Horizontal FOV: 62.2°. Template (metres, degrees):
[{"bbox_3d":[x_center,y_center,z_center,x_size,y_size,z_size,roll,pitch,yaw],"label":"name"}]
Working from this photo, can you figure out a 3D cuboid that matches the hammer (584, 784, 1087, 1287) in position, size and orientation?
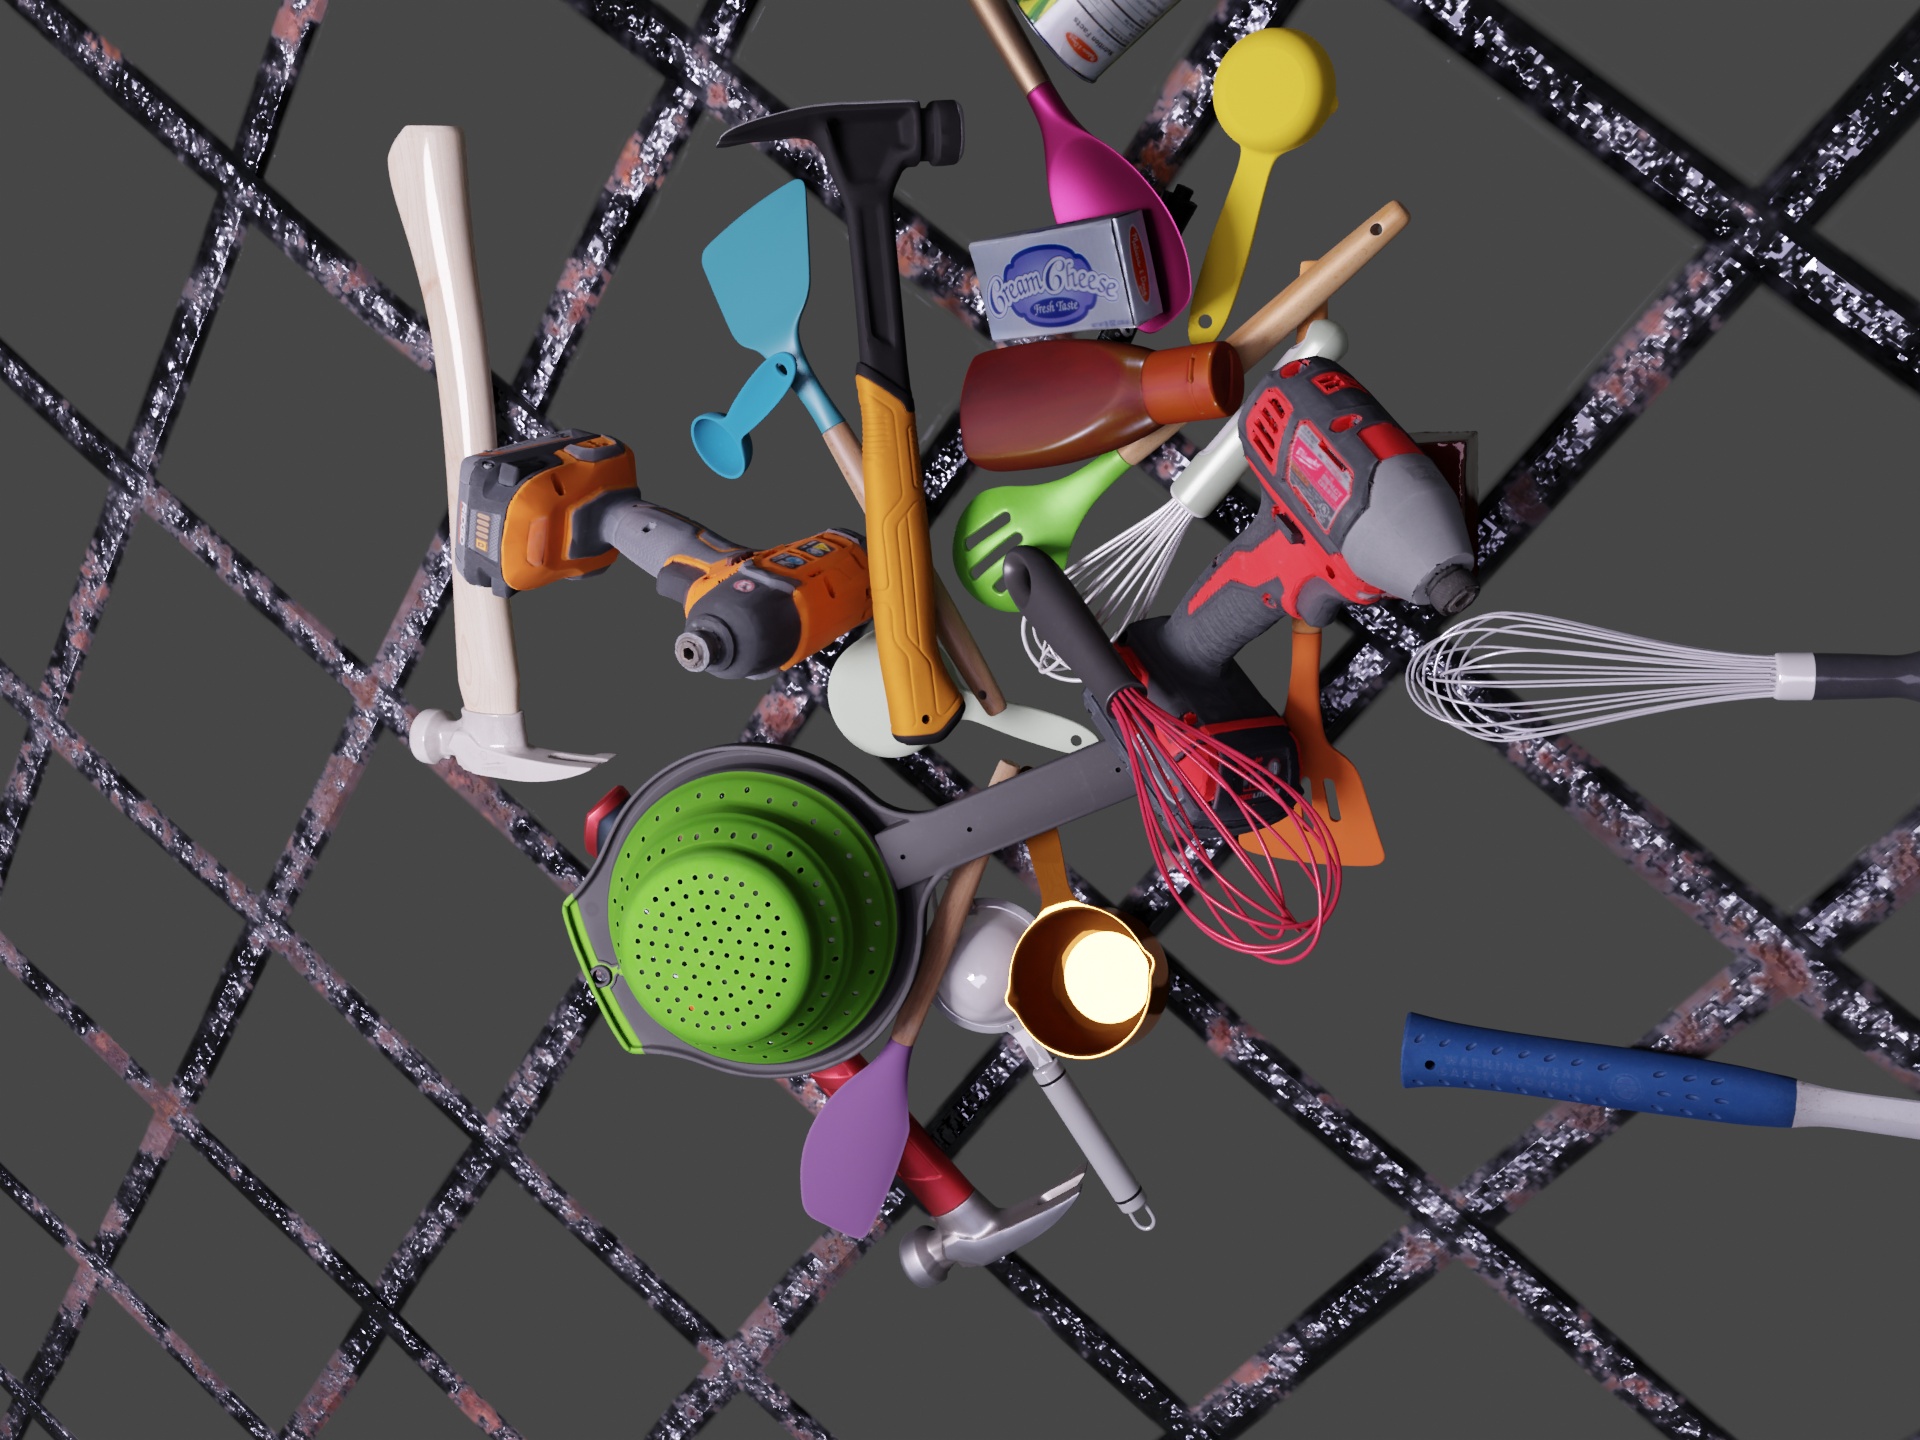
[{"bbox_3d":[-0.087,0.187,0.995,0.143,0.038,0.386,-35,99,24],"label":"hammer"}]

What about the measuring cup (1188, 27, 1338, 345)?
[{"bbox_3d":[0.137,-0.258,0.781,0.062,0.029,0.156,22,113,16],"label":"measuring cup"}]

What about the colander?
[{"bbox_3d":[-0.053,0.088,0.887,0.397,0.094,0.204,-23,93,11],"label":"colander"}]

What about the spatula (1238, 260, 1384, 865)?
[{"bbox_3d":[0.183,-0.072,0.831,0.081,0.041,0.322,4,105,24],"label":"spatula"}]

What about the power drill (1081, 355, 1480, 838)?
[{"bbox_3d":[0.156,-0.048,0.769,0.143,0.078,0.219,58,139,32],"label":"power drill"}]

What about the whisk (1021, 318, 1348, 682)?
[{"bbox_3d":[0.113,-0.109,0.823,0.059,0.058,0.246,39,120,-1],"label":"whisk"}]

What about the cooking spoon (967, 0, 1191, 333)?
[{"bbox_3d":[0.027,-0.338,0.796,0.319,0.017,0.069,60,145,1],"label":"cooking spoon"}]

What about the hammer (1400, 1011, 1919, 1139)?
[{"bbox_3d":[0.432,0.188,0.799,0.405,0.035,0.144,4,109,23],"label":"hammer"}]

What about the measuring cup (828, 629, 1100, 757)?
[{"bbox_3d":[-0.001,-0.003,0.925,0.168,0.038,0.083,16,113,20],"label":"measuring cup"}]

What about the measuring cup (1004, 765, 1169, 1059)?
[{"bbox_3d":[0.068,0.111,0.935,0.095,0.052,0.174,-20,73,22],"label":"measuring cup"}]

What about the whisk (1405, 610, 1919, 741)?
[{"bbox_3d":[0.358,-0.022,0.753,0.284,0.070,0.070,0,108,19],"label":"whisk"}]

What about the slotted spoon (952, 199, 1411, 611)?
[{"bbox_3d":[0.102,-0.156,0.823,0.313,0.031,0.070,-39,85,32],"label":"slotted spoon"}]

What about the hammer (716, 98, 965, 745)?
[{"bbox_3d":[-0.045,-0.151,0.845,0.127,0.034,0.336,-9,102,-14],"label":"hammer"}]

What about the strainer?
[{"bbox_3d":[0.051,0.209,0.976,0.087,0.050,0.258,-31,97,15],"label":"strainer"}]

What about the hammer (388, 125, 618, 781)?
[{"bbox_3d":[-0.302,-0.159,1.009,0.146,0.038,0.410,7,110,21],"label":"hammer"}]

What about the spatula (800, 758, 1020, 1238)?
[{"bbox_3d":[-0.028,0.168,0.953,0.060,0.018,0.316,24,102,10],"label":"spatula"}]

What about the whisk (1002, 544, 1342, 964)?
[{"bbox_3d":[0.089,0.002,0.761,0.073,0.073,0.296,-61,41,27],"label":"whisk"}]

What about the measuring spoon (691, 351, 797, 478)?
[{"bbox_3d":[-0.116,-0.179,0.903,0.042,0.021,0.128,49,146,-7],"label":"measuring spoon"}]

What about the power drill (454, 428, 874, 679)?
[{"bbox_3d":[-0.175,-0.090,0.904,0.226,0.164,0.084,22,118,18],"label":"power drill"}]

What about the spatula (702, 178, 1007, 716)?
[{"bbox_3d":[-0.052,-0.145,0.897,0.082,0.044,0.317,-27,96,30],"label":"spatula"}]
